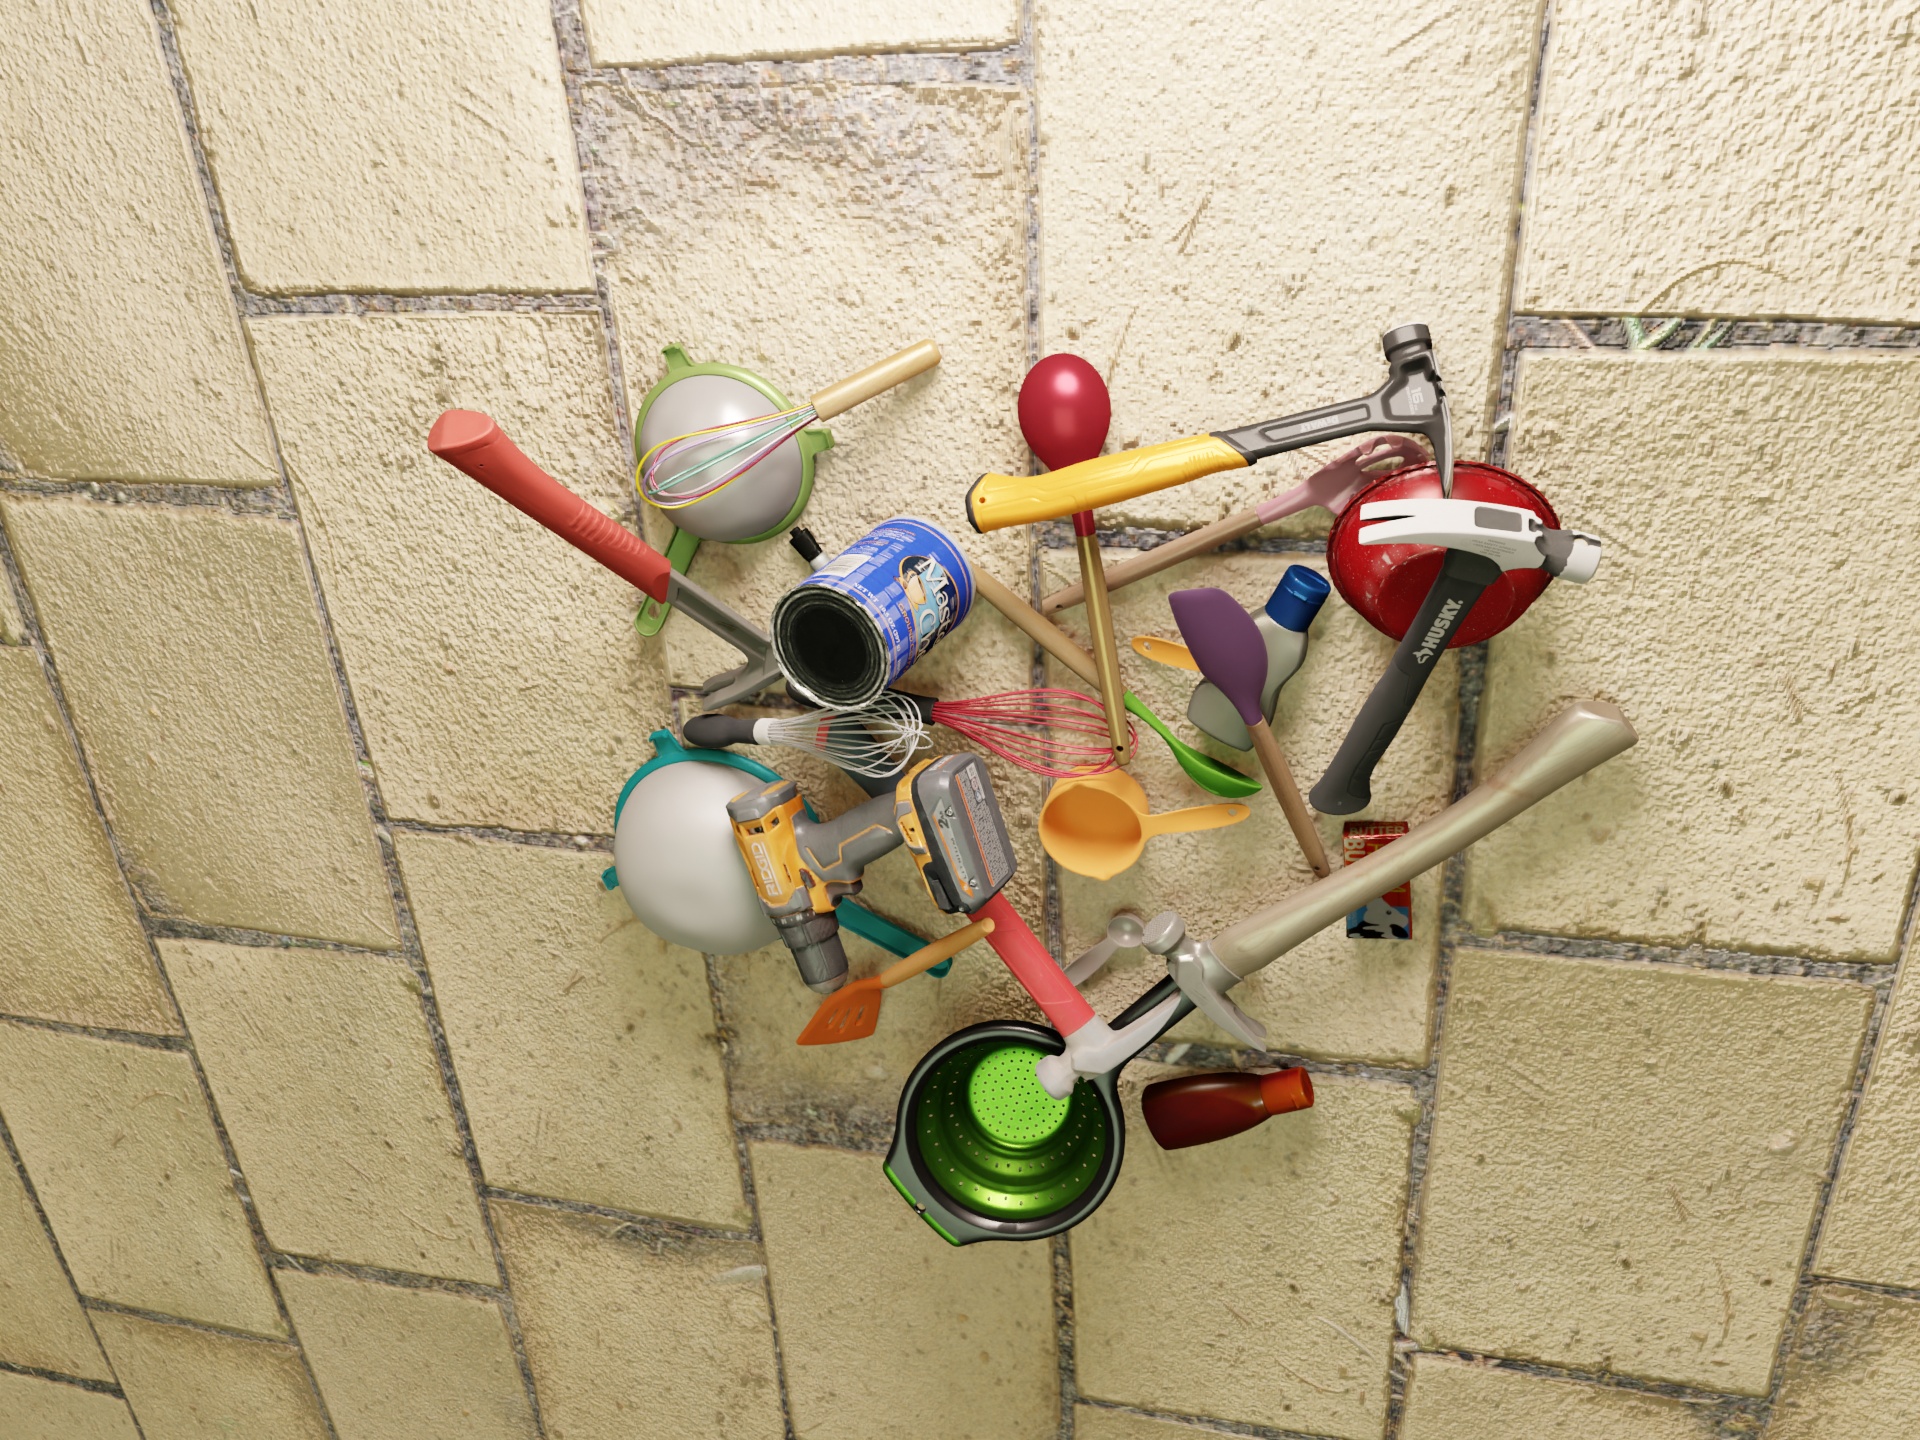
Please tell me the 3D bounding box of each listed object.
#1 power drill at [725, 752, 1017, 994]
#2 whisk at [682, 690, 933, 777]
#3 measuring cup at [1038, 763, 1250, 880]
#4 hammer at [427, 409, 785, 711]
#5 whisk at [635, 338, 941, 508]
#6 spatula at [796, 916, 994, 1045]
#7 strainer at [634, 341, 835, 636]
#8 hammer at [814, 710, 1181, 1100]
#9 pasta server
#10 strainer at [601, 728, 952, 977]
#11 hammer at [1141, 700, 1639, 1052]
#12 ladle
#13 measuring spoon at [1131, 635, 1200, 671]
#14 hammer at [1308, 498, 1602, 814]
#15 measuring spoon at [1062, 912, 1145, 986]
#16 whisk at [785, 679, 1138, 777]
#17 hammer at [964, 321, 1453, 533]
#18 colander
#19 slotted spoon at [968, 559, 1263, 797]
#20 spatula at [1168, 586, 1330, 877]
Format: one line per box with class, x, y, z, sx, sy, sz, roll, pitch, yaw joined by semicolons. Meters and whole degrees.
power drill;-0.071;0.127;1.299;0.226;0.084;0.185;-13;101;28
whisk;-0.136;0.009;1.298;0.285;0.070;0.070;1;121;42
measuring cup;0.151;0.073;1.297;0.173;0.052;0.095;-9;116;19
hammer;-0.257;-0.119;1.212;0.149;0.037;0.358;-26;141;26
whisk;-0.127;-0.221;1.168;0.245;0.051;0.047;-26;94;1
spatula;-0.051;0.229;1.385;0.081;0.041;0.322;0;159;-30
strainer;-0.217;-0.158;1.262;0.151;0.069;0.256;30;121;-2
hammer;0.021;0.133;1.343;0.143;0.038;0.386;-38;93;11
pasta server;0.196;-0.136;1.172;0.316;0.040;0.060;-22;127;27
strainer;-0.171;0.165;1.417;0.340;0.095;0.211;27;122;2
hammer;0.343;0.120;1.245;0.410;0.038;0.146;-37;105;27
ladle;0.097;-0.114;1.187;0.069;0.031;0.315;-6;108;16
measuring spoon;0.179;-0.049;1.216;0.117;0.011;0.021;18;129;41
hammer;0.310;-0.032;1.130;0.146;0.035;0.334;14;144;1
measuring spoon;0.121;0.204;1.404;0.034;0.018;0.124;38;129;-7
whisk;-0.002;-0.004;1.289;0.296;0.073;0.073;10;121;12
hammer;0.166;-0.175;1.101;0.337;0.034;0.127;-11;72;16
colander;0.108;0.305;1.429;0.397;0.094;0.204;-42;92;13
slotted spoon;0.107;-0.035;1.251;0.314;0.070;0.031;39;99;-1
spatula;0.233;0.016;1.210;0.060;0.018;0.315;-4;134;31
